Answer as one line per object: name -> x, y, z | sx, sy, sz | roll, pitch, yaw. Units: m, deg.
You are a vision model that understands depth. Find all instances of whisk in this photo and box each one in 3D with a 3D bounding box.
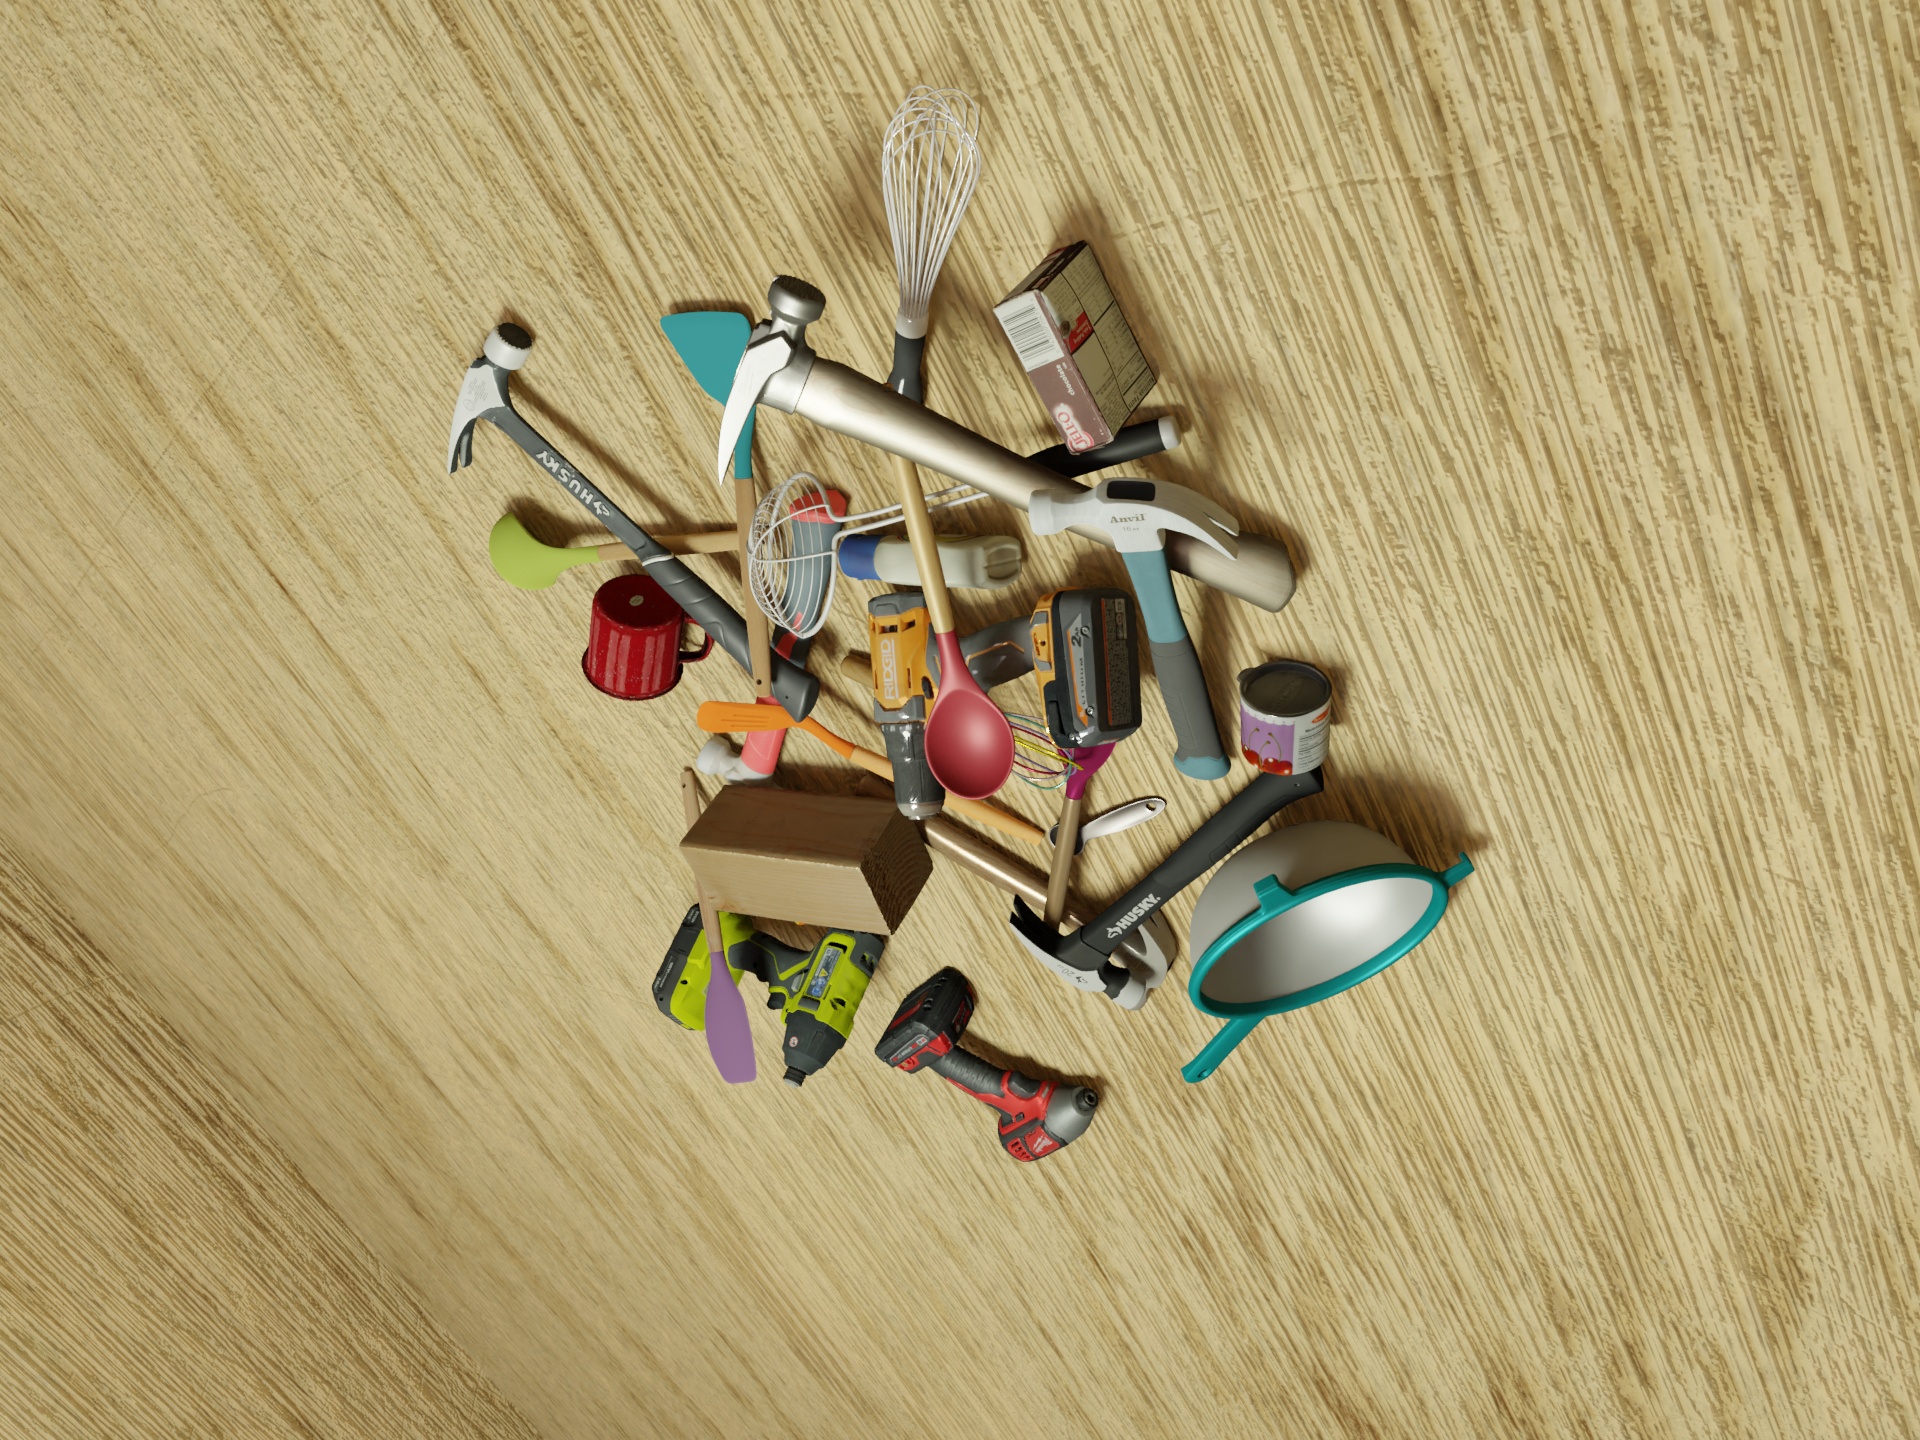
whisk -> -0.029, -0.303, 1.097 | 0.070, 0.070, 0.284 | 26, 142, 12
whisk -> -0.001, -0.003, 1.337 | 0.245, 0.047, 0.051 | 24, 116, 28

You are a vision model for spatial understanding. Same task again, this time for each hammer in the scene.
hammer -> 0.175, 0.121, 1.308 | 0.146, 0.035, 0.334 | 31, 130, -13
hammer -> -0.141, -0.046, 1.409 | 0.143, 0.038, 0.386 | 29, 138, 6
hammer -> 0.047, 0.143, 1.456 | 0.331, 0.031, 0.130 | 31, 138, 7
hammer -> 0.149, -0.055, 1.135 | 0.128, 0.033, 0.330 | -3, 145, 18
hammer -> -0.277, -0.148, 1.361 | 0.409, 0.036, 0.149 | 44, 125, 0
hammer -> 0.038, -0.155, 1.091 | 0.410, 0.038, 0.146 | 22, 119, -11

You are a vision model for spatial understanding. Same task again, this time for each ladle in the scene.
ladle -> -0.292, -0.159, 1.416 | 0.320, 0.062, 0.078 | -2, 130, 27
ladle -> -0.019, -0.089, 1.151 | 0.069, 0.031, 0.315 | -10, 112, 10

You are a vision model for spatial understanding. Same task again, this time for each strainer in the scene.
strainer -> 0.241, 0.179, 1.278 | 0.340, 0.211, 0.095 | 116, 142, -47

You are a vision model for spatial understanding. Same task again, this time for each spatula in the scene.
spatula -> -0.077, 0.046, 1.408 | 0.322, 0.041, 0.081 | 25, 159, -3
spatula -> -0.251, 0.207, 1.596 | 0.060, 0.018, 0.316 | -13, 85, 32
spatula -> -0.180, -0.169, 1.283 | 0.082, 0.044, 0.317 | 5, 109, 26

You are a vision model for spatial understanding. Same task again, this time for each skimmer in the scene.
skimmer -> -0.006, -0.157, 1.181 | 0.363, 0.090, 0.127 | -14, 78, 20

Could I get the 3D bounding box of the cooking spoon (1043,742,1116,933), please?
cooking spoon -> 0.093, 0.083, 1.351 | 0.069, 0.017, 0.318 | 30, 131, 29

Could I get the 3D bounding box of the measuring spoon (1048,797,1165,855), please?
measuring spoon -> 0.128, 0.086, 1.368 | 0.124, 0.018, 0.034 | -25, 110, 37

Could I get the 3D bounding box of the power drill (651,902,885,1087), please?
power drill -> -0.203, 0.276, 1.642 | 0.223, 0.171, 0.080 | 8, 153, 34

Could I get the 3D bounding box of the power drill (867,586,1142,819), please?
power drill -> 0.026, -0.014, 1.247 | 0.226, 0.084, 0.185 | -2, 93, 35

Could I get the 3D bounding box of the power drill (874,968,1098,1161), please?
power drill -> 0.034, 0.360, 1.628 | 0.219, 0.079, 0.143 | 39, 138, -7
